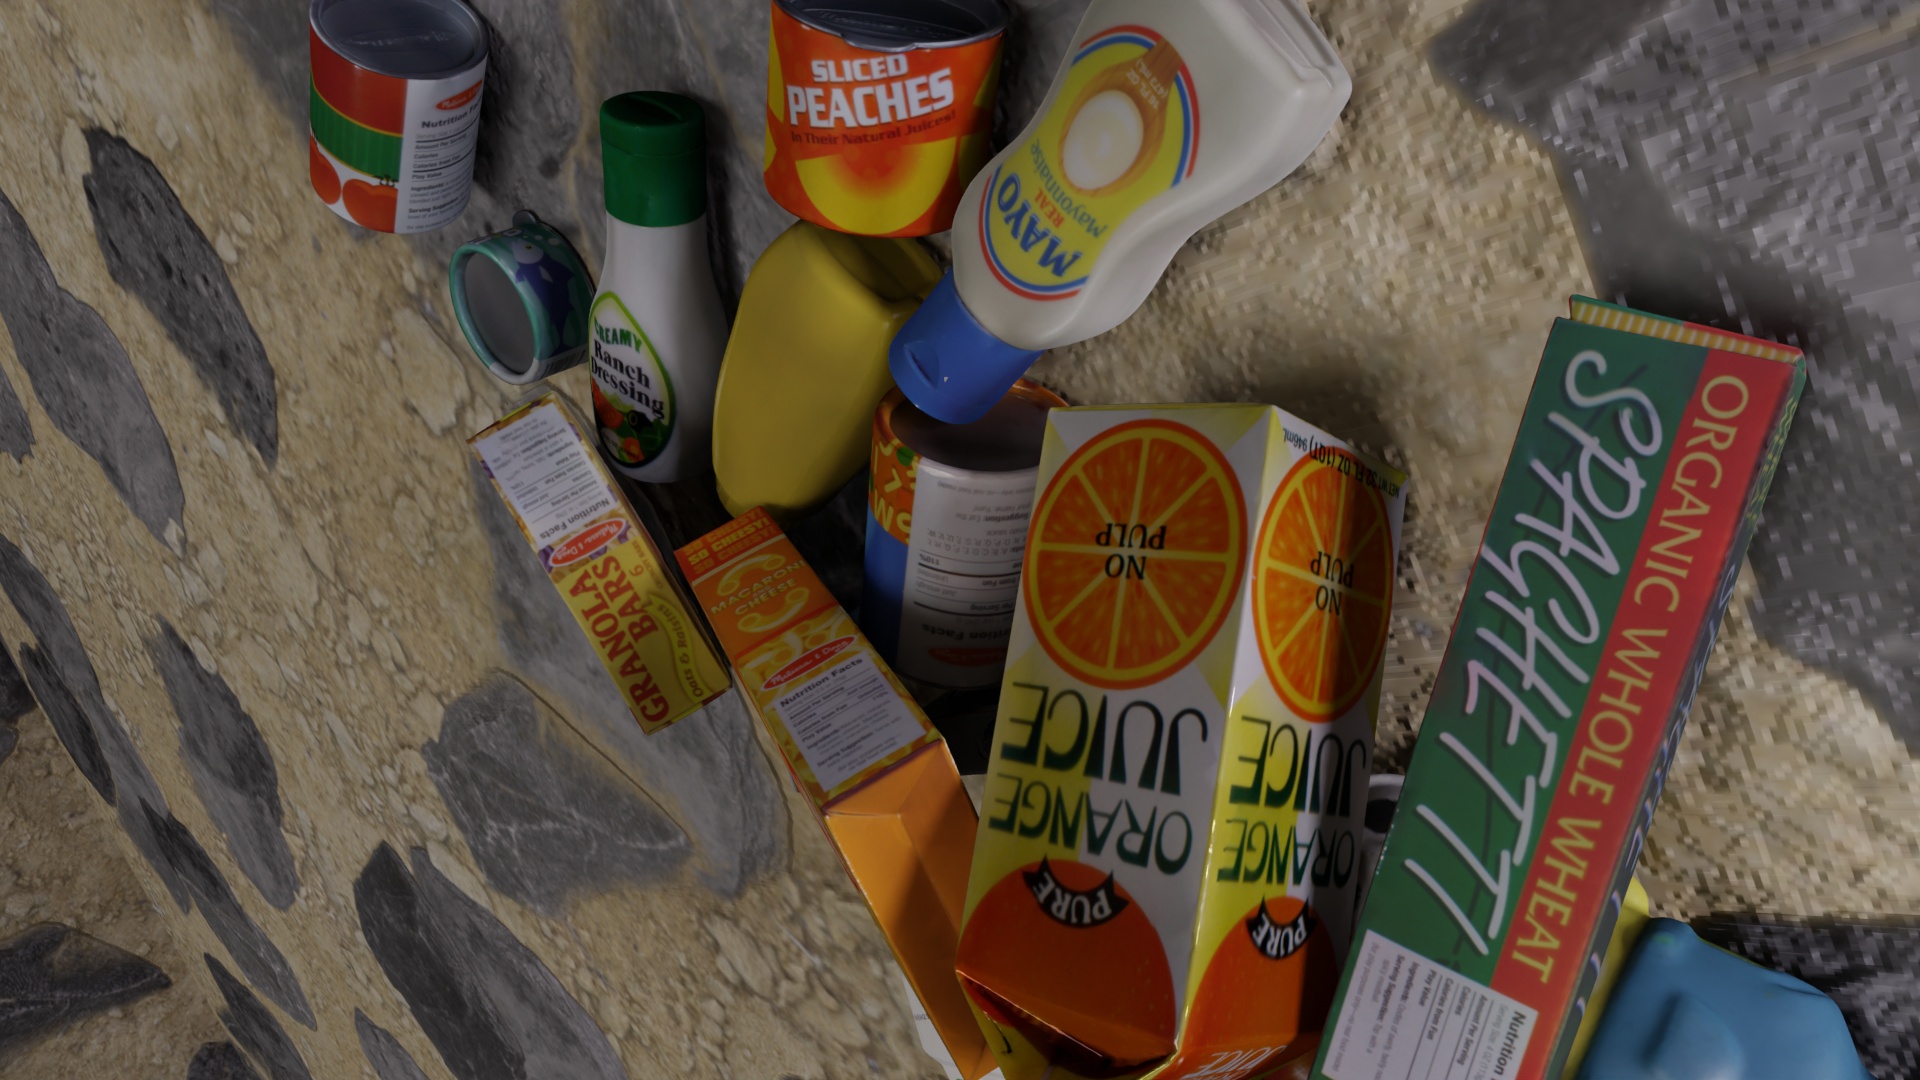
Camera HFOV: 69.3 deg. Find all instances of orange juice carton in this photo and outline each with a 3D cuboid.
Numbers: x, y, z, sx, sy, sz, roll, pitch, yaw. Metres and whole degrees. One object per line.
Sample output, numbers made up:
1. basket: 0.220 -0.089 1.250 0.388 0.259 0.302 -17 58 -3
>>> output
1. orange juice carton: 0.056 0.065 0.361 0.073 0.072 0.193 3 80 44

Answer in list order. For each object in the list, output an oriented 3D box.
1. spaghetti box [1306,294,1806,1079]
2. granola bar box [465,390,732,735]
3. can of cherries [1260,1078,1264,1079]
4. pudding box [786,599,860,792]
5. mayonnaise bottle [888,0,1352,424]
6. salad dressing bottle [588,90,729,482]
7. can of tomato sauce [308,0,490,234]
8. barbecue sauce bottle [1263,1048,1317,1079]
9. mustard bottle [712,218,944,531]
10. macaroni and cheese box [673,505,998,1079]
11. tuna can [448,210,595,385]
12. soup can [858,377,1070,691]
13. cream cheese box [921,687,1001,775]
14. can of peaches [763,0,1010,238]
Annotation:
1. spaghetti box: 0.127 0.072 0.320 0.050 0.029 0.249 21 101 33
2. granola bar box: -0.141 0.013 0.568 0.124 0.039 0.165 60 169 -2
3. can of cherries: 0.096 0.214 0.493 0.058 0.072 0.071 53 139 6
4. pudding box: -0.057 0.066 0.580 0.049 0.030 0.083 3 116 45
5. mayonnaise bottle: 0.032 -0.087 0.373 0.065 0.041 0.147 55 132 11
6. salad dressing bottle: -0.115 -0.093 0.528 0.064 0.044 0.146 32 133 29
7. can of tomato sauce: -0.235 -0.181 0.576 0.071 0.071 0.082 46 139 14
8. barbecue sauce bottle: 0.098 0.141 0.462 0.148 0.044 0.064 54 139 4
9. mustard bottle: -0.057 -0.046 0.496 0.065 0.049 0.159 47 139 10
10. macaroni and cheese box: -0.034 0.075 0.457 0.167 0.040 0.123 45 160 56
11. tuna can: -0.191 -0.105 0.605 0.071 0.033 0.070 24 130 33
12. soup can: 0.002 -0.006 0.452 0.071 0.072 0.083 30 132 29
13. cream cheese box: 0.034 0.054 0.464 0.103 0.053 0.024 -16 101 49
14. can of peaches: -0.023 -0.125 0.396 0.071 0.071 0.057 33 135 26
